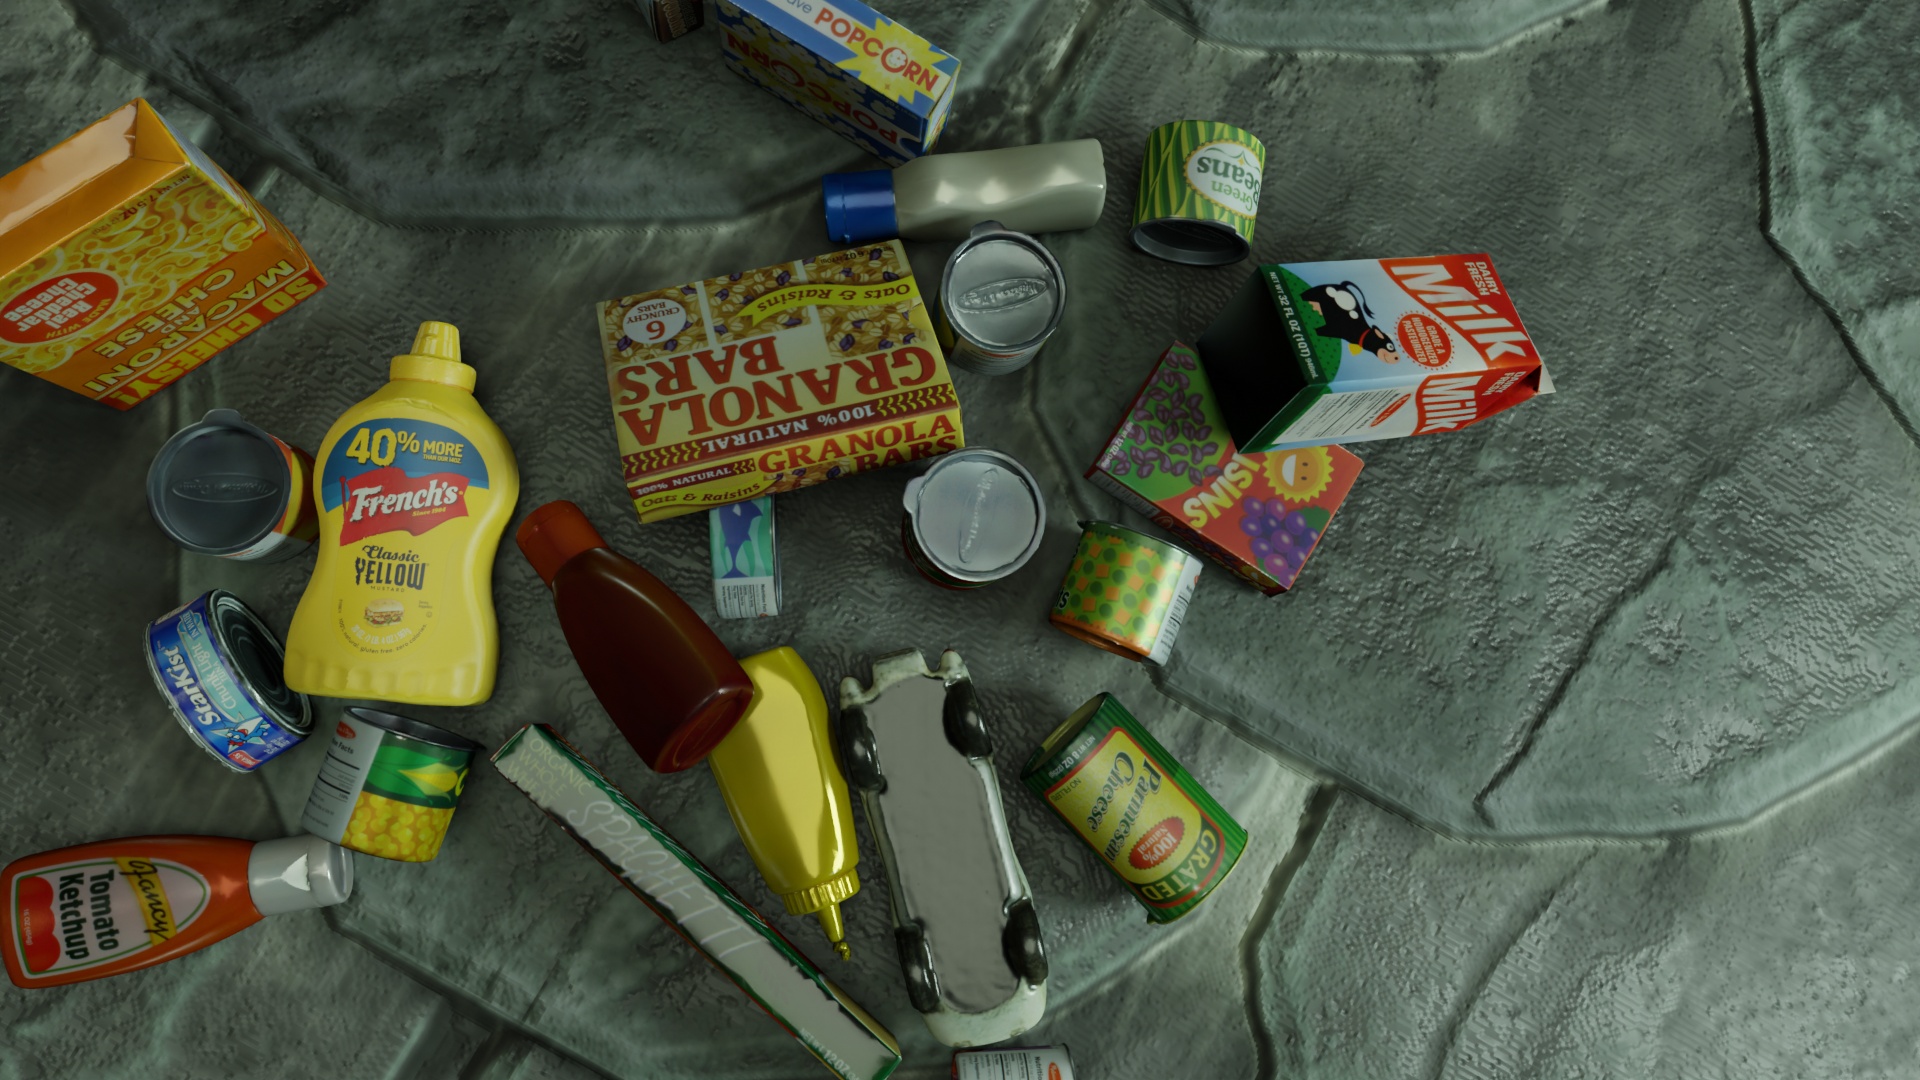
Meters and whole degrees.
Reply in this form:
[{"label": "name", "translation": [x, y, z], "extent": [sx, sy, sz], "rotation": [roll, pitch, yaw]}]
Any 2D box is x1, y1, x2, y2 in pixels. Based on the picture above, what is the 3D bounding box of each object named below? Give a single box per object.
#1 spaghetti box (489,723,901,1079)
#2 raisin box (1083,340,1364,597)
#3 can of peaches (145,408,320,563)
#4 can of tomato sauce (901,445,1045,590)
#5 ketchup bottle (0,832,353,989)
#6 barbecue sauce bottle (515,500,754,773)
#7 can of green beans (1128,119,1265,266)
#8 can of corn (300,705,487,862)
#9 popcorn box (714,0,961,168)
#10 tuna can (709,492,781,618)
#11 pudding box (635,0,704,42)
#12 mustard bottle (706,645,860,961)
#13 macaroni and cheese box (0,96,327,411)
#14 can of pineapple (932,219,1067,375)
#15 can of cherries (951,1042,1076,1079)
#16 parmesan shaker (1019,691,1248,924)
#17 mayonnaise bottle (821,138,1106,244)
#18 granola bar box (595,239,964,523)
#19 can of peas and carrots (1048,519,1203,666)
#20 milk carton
[{"label": "spaghetti box", "translation": [-0.131, 0.182, 0.694], "extent": [0.250, 0.050, 0.029], "rotation": [42, 80, 0]}, {"label": "raisin box", "translation": [0.142, -0.038, 0.755], "extent": [0.123, 0.040, 0.086], "rotation": [33, 80, 0]}, {"label": "can of peaches", "translation": [-0.356, -0.025, 0.689], "extent": [0.071, 0.058, 0.071], "rotation": [1, 83, -5]}, {"label": "can of tomato sauce", "translation": [0.003, -0.009, 0.713], "extent": [0.071, 0.083, 0.071], "rotation": [1, 84, -6]}, {"label": "ketchup bottle", "translation": [-0.376, 0.171, 0.672], "extent": [0.149, 0.043, 0.065], "rotation": [-9, 84, -8]}, {"label": "barbecue sauce bottle", "translation": [-0.167, 0.041, 0.686], "extent": [0.149, 0.044, 0.064], "rotation": [47, 106, 23]}, {"label": "can of green beans", "translation": [0.129, -0.188, 0.757], "extent": [0.071, 0.071, 0.058], "rotation": [11, 82, -5]}, {"label": "can of corn", "translation": [-0.276, 0.119, 0.678], "extent": [0.071, 0.071, 0.058], "rotation": [20, 83, -4]}, {"label": "popcorn box", "translation": [-0.066, -0.252, 0.734], "extent": [0.127, 0.085, 0.038], "rotation": [31, 81, -2]}, {"label": "tuna can", "translation": [-0.109, 0.004, 0.709], "extent": [0.033, 0.071, 0.071], "rotation": [-3, 84, -6]}, {"label": "pudding box", "translation": [-0.170, -0.319, 0.748], "extent": [0.030, 0.049, 0.083], "rotation": [-28, 87, -10]}, {"label": "mustard bottle", "translation": [-0.085, 0.136, 0.704], "extent": [0.065, 0.049, 0.160], "rotation": [-18, 86, 1]}, {"label": "macaroni and cheese box", "translation": [-0.384, -0.125, 0.643], "extent": [0.124, 0.166, 0.040], "rotation": [-36, 88, -9]}, {"label": "can of pineapple", "translation": [0.020, -0.127, 0.742], "extent": [0.071, 0.058, 0.071], "rotation": [1, 83, -6]}, {"label": "can of cherries", "translation": [0.026, 0.289, 0.691], "extent": [0.058, 0.071, 0.071], "rotation": [-2, 84, -6]}, {"label": "parmesan shaker", "translation": [0.086, 0.138, 0.715], "extent": [0.071, 0.071, 0.103], "rotation": [-45, 89, -9]}, {"label": "mayonnaise bottle", "translation": [0.001, -0.185, 0.746], "extent": [0.148, 0.064, 0.041], "rotation": [-6, 81, -3]}, {"label": "granola bar box", "translation": [-0.094, -0.084, 0.707], "extent": [0.166, 0.038, 0.125], "rotation": [-14, 56, -8]}, {"label": "can of peas and carrots", "translation": [0.084, 0.027, 0.728], "extent": [0.071, 0.071, 0.059], "rotation": [22, 82, -3]}, {"label": "milk carton", "translation": [0.230, -0.101, 0.734], "extent": [0.191, 0.073, 0.072], "rotation": [-7, 67, -23]}]
